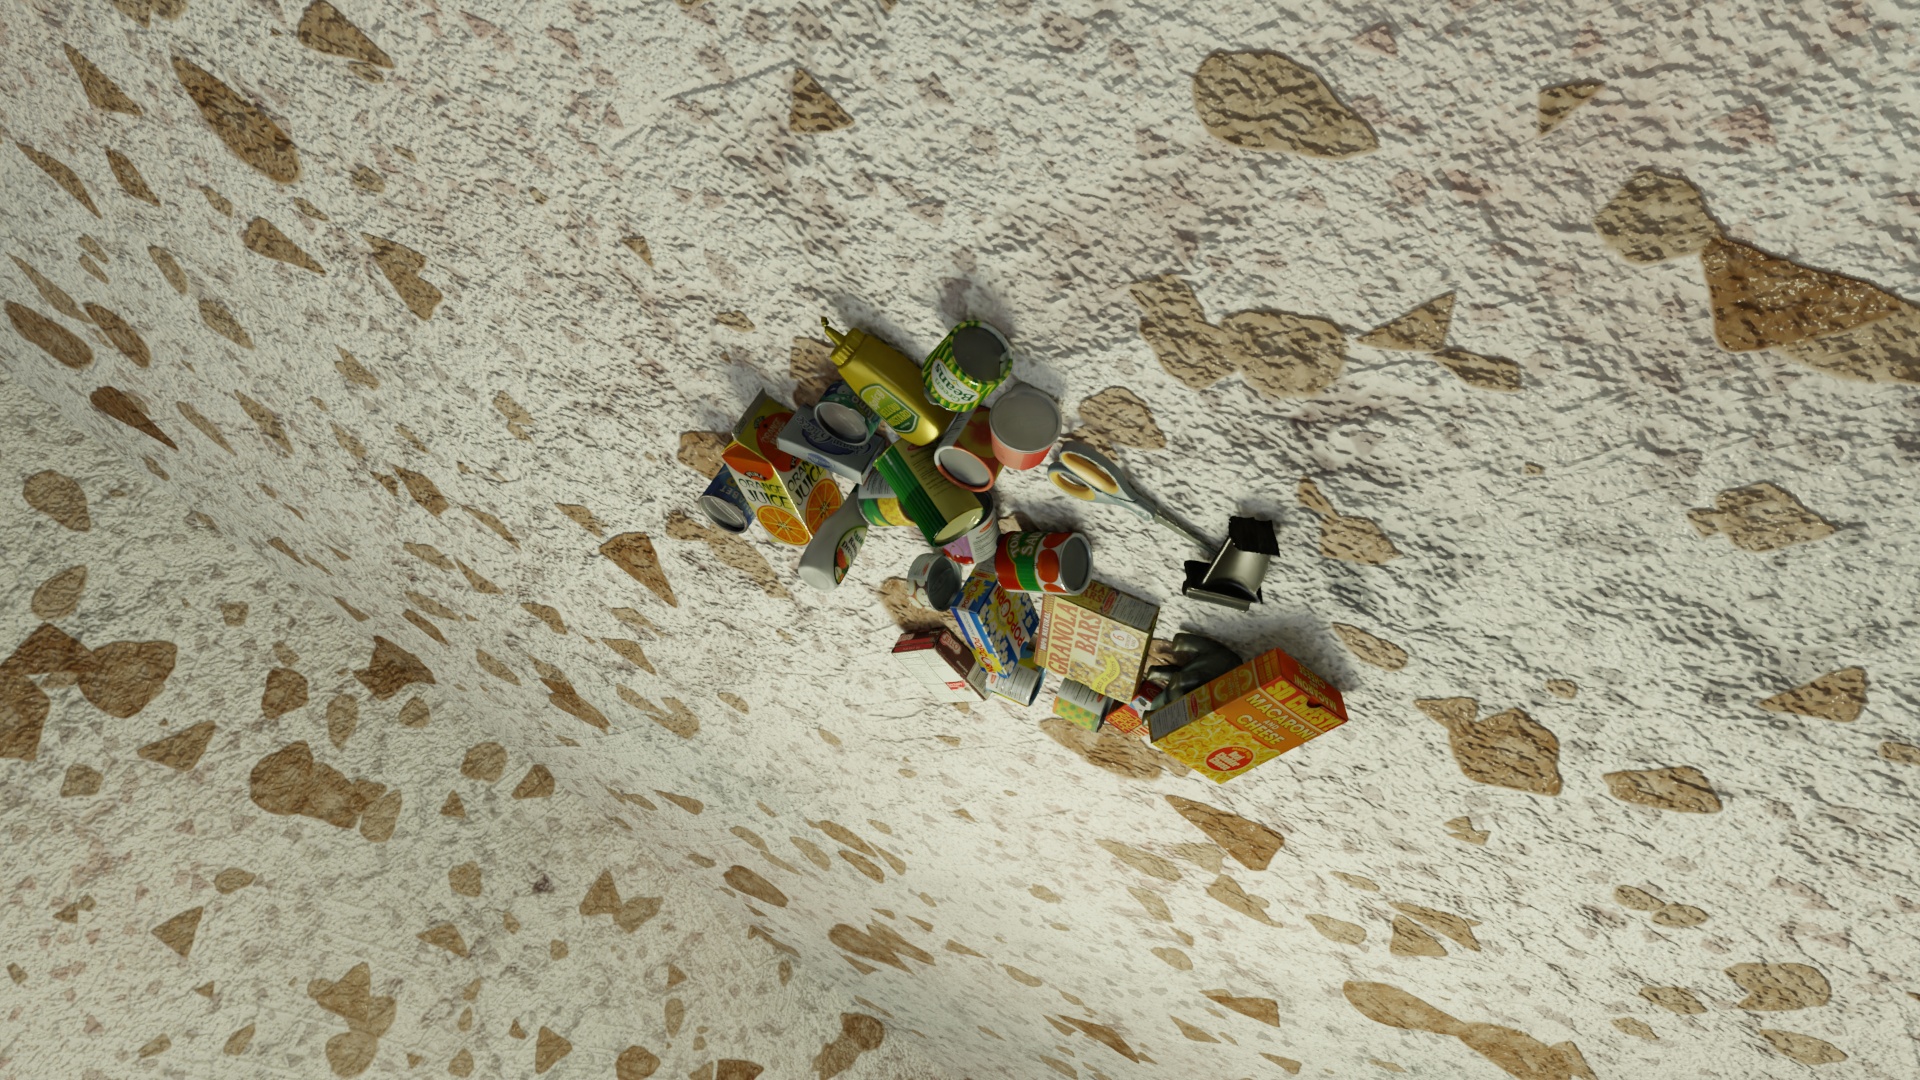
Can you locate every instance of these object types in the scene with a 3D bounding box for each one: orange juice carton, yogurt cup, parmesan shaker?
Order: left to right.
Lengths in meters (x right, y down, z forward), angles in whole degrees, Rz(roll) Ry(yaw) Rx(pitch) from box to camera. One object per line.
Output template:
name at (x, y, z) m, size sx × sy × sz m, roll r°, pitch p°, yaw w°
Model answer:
orange juice carton at (-0.202, -0.079, 1.550) m, size 0.073 × 0.072 × 0.191 m, roll 11°, pitch 144°, yaw 29°
parmesan shaker at (-0.033, -0.051, 1.405) m, size 0.103 × 0.071 × 0.071 m, roll 55°, pitch 154°, yaw 18°
yogurt cup at (0.059, -0.101, 1.303) m, size 0.072 × 0.072 × 0.053 m, roll 26°, pitch 157°, yaw 7°

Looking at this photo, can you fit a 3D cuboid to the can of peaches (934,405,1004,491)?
can of peaches at (0.017, -0.088, 1.361) m, size 0.071 × 0.058 × 0.071 m, roll 22°, pitch 148°, yaw 15°

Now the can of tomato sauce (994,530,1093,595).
can of tomato sauce at (0.087, 0.022, 1.455) m, size 0.083 × 0.071 × 0.071 m, roll 1°, pitch 139°, yaw 38°

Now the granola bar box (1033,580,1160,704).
granola bar box at (0.149, 0.109, 1.554) m, size 0.124 × 0.039 × 0.164 m, roll 23°, pitch 148°, yaw 14°

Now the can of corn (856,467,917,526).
can of corn at (-0.066, -0.047, 1.487) m, size 0.058 × 0.071 × 0.071 m, roll -2°, pitch 137°, yaw 41°

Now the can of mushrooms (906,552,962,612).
can of mushrooms at (-0.030, 0.049, 1.594) m, size 0.033 × 0.071 × 0.070 m, roll 6°, pitch 141°, yaw 36°

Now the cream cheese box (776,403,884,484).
cream cheese box at (-0.138, -0.103, 1.478) m, size 0.104 × 0.053 × 0.024 m, roll 24°, pitch 151°, yaw 12°

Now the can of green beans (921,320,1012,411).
can of green beans at (0.006, -0.158, 1.260) m, size 0.071 × 0.071 × 0.057 m, roll 36°, pitch 149°, yaw -9°

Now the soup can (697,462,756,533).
soup can at (-0.253, -0.060, 1.610) m, size 0.071 × 0.084 × 0.071 m, roll 22°, pitch 148°, yaw 14°

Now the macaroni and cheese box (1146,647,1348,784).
macaroni and cheese box at (0.299, 0.186, 1.447) m, size 0.166 × 0.040 × 0.123 m, roll -34°, pitch 130°, yaw 30°

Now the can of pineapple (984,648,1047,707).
can of pineapple at (0.069, 0.160, 1.675) m, size 0.058 × 0.071 × 0.070 m, roll 22°, pitch 148°, yaw 14°

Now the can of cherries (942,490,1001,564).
can of cherries at (0.005, -0.018, 1.468) m, size 0.071 × 0.072 × 0.058 m, roll 15°, pitch 147°, yaw 24°

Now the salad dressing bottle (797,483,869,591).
salad dressing bottle at (-0.122, -0.014, 1.502) m, size 0.044 × 0.148 × 0.064 m, roll 15°, pitch 146°, yaw 22°

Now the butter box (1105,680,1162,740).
butter box at (0.215, 0.203, 1.649) m, size 0.053 × 0.024 × 0.103 m, roll 33°, pitch 149°, yaw -5°

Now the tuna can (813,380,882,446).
tuna can at (-0.115, -0.132, 1.436) m, size 0.071 × 0.033 × 0.070 m, roll 22°, pitch 148°, yaw 14°

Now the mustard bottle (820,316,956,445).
mustard bottle at (-0.078, -0.159, 1.349) m, size 0.160 × 0.049 × 0.065 m, roll 40°, pitch 147°, yaw -16°

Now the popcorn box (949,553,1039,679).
popcorn box at (0.040, 0.084, 1.566) m, size 0.038 × 0.085 × 0.126 m, roll 11°, pitch 145°, yaw 31°

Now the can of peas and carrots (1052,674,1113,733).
can of peas and carrots at (0.148, 0.187, 1.643) m, size 0.059 × 0.071 × 0.070 m, roll 23°, pitch 149°, yaw 14°
